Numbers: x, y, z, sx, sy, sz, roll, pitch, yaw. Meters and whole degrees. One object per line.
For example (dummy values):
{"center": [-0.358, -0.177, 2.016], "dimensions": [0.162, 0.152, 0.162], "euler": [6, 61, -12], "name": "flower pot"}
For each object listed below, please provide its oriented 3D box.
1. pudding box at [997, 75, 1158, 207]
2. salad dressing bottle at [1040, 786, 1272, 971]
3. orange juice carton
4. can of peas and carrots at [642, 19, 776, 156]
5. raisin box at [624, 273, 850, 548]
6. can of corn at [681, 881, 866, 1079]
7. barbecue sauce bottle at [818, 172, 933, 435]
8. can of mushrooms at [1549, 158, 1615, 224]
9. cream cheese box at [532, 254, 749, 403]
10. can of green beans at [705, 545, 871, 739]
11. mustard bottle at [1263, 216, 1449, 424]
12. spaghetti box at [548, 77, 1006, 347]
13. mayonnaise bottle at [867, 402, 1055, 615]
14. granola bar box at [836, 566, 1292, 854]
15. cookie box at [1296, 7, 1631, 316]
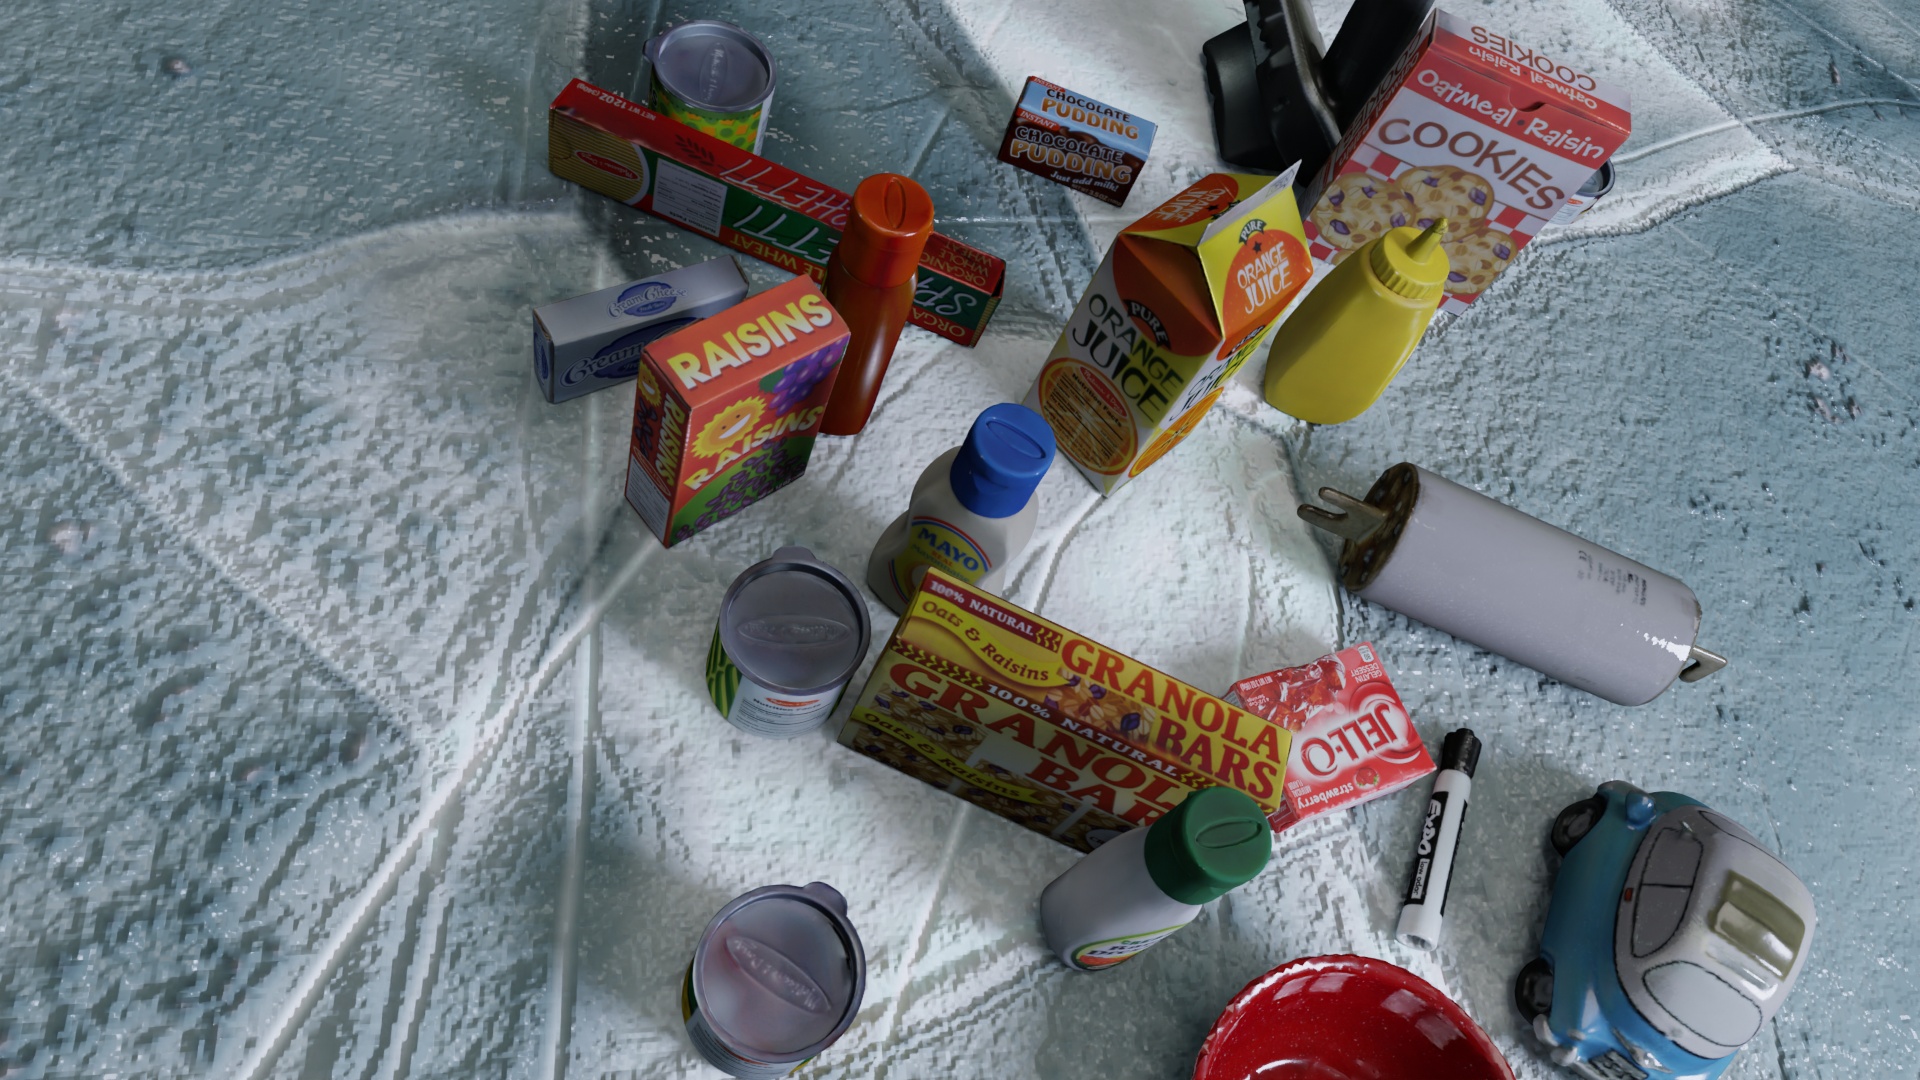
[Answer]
{"center": [0.070, -0.239, 0.830], "dimensions": [0.084, 0.049, 0.030], "euler": [20, 58, -6], "name": "pudding box"}
{"center": [0.078, 0.139, 0.567], "dimensions": [0.064, 0.147, 0.044], "euler": [-7, 65, -21], "name": "salad dressing bottle"}
{"center": [0.104, -0.108, 0.685], "dimensions": [0.072, 0.191, 0.073], "euler": [-36, 78, -30], "name": "orange juice carton"}
{"center": [-0.140, -0.240, 0.760], "dimensions": [0.071, 0.058, 0.071], "euler": [8, 60, -13], "name": "can of peas and carrots"}
{"center": [-0.104, -0.057, 0.633], "dimensions": [0.086, 0.122, 0.040], "euler": [-31, 75, -29], "name": "raisin box"}
{"center": [-0.074, 0.175, 0.553], "dimensions": [0.071, 0.058, 0.071], "euler": [8, 60, -13], "name": "can of corn"}
{"center": [-0.047, -0.113, 0.666], "dimensions": [0.044, 0.147, 0.065], "euler": [7, 61, -14], "name": "barbecue sauce bottle"}
{"center": [0.411, -0.253, 0.955], "dimensions": [0.071, 0.033, 0.071], "euler": [8, 60, -13], "name": "can of mushrooms"}
{"center": [-0.157, -0.104, 0.683], "dimensions": [0.104, 0.053, 0.024], "euler": [-22, 71, -26], "name": "cream cheese box"}
{"center": [-0.078, 0.049, 0.621], "dimensions": [0.071, 0.057, 0.071], "euler": [8, 60, -13], "name": "can of green beans"}
{"center": [0.221, -0.123, 0.749], "dimensions": [0.065, 0.159, 0.049], "euler": [18, 59, -7], "name": "mustard bottle"}
{"center": [-0.097, -0.172, 0.741], "dimensions": [0.250, 0.050, 0.029], "euler": [22, 58, -5], "name": "spaghetti box"}
{"center": [0.002, -0.008, 0.624], "dimensions": [0.065, 0.147, 0.041], "euler": [33, 58, 2], "name": "mayonnaise bottle"}
{"center": [0.040, 0.084, 0.599], "dimensions": [0.165, 0.123, 0.039], "euler": [25, 58, -3], "name": "granola bar box"}
{"center": [0.286, -0.215, 0.815], "dimensions": [0.123, 0.166, 0.040], "euler": [21, 58, -6], "name": "cookie box"}
